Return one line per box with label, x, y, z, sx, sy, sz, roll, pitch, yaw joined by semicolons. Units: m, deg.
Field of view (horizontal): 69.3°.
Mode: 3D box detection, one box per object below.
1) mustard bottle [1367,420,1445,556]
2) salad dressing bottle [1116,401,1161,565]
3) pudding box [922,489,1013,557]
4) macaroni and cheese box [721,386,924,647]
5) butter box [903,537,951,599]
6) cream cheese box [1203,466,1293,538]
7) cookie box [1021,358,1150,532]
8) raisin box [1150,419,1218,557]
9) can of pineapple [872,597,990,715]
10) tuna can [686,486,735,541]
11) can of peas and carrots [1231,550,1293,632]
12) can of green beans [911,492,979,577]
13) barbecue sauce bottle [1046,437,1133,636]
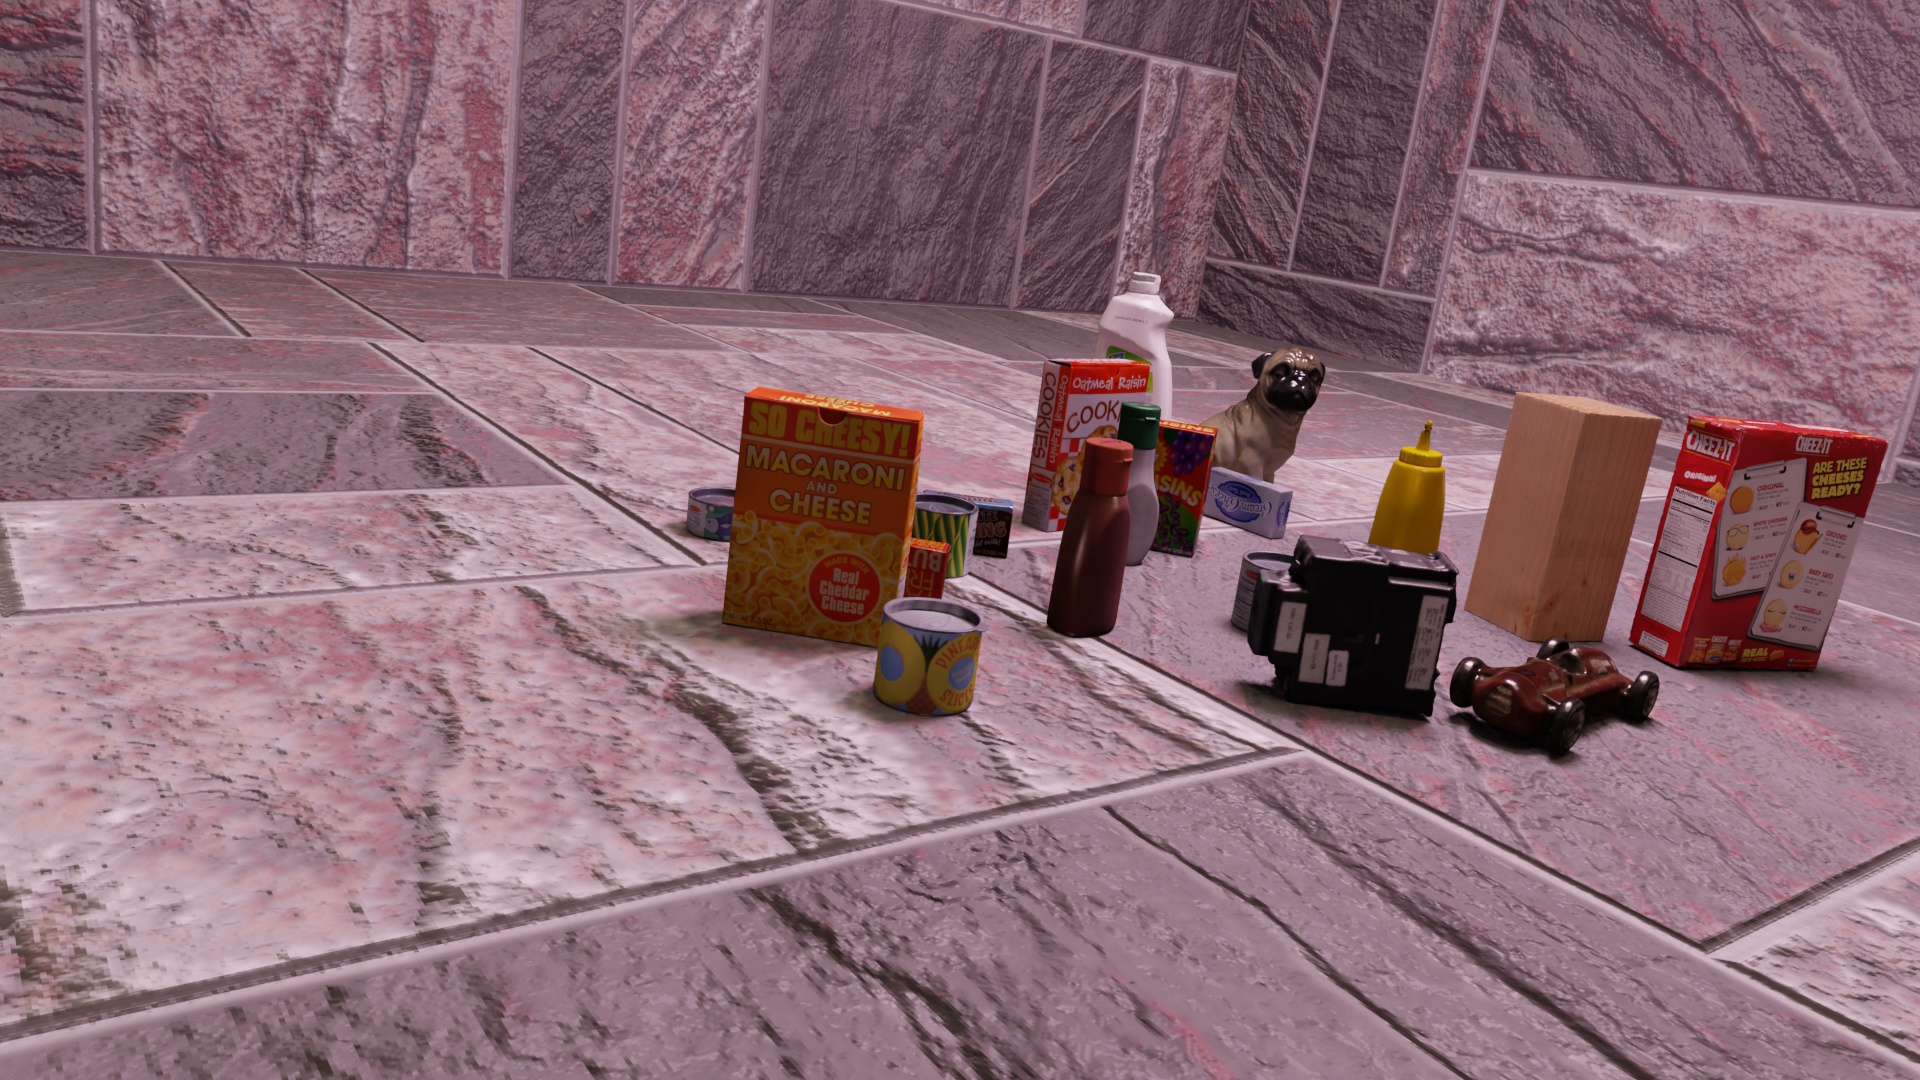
mustard bottle;0.437;-0.039;1.344;0.065;0.159;0.049;-1;17;-30
salad dressing bottle;0.156;-0.053;1.277;0.064;0.147;0.044;1;16;-24
pudding box;0.004;-0.016;1.252;0.084;0.049;0.030;7;15;-2
macaroni and cheese box;-0.096;-0.016;0.976;0.124;0.166;0.040;9;14;3
butter box;-0.062;0.021;1.075;0.103;0.053;0.024;10;15;7
cream cheese box;0.306;-0.041;1.491;0.024;0.053;0.104;-5;19;-40
cookie box;0.127;-0.098;1.390;0.123;0.167;0.040;-7;21;-45
raisin box;0.197;-0.053;1.347;0.086;0.123;0.040;11;15;12
can of pineapple;-0.019;0.074;0.892;0.071;0.057;0.071;7;15;-2
tuna can;-0.202;-0.023;1.208;0.071;0.032;0.071;7;15;-2
can of peas and carrots;0.262;0.045;1.142;0.071;0.058;0.071;7;15;-2
can of green beans;-0.021;-0.005;1.184;0.071;0.057;0.071;7;15;-2
barbecue sauce bottle;0.104;-0.003;1.066;0.044;0.148;0.065;19;18;37
